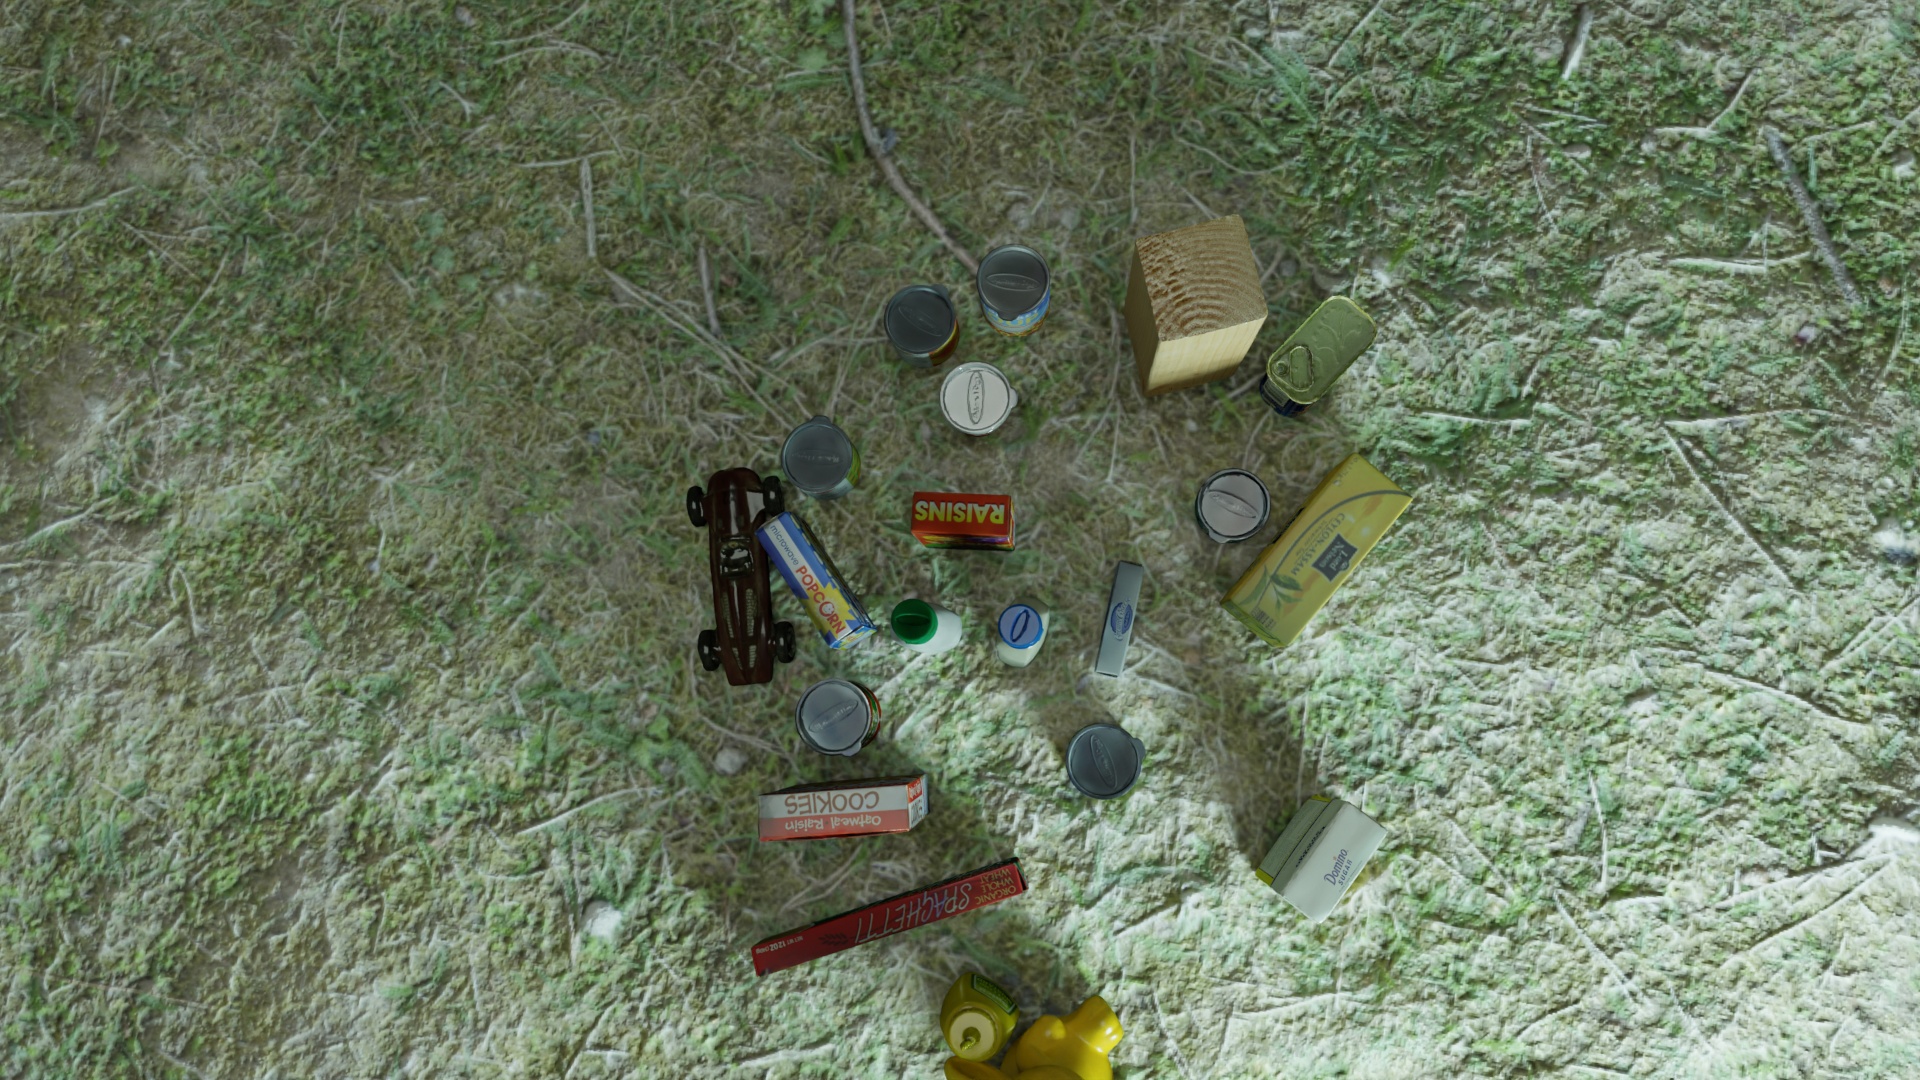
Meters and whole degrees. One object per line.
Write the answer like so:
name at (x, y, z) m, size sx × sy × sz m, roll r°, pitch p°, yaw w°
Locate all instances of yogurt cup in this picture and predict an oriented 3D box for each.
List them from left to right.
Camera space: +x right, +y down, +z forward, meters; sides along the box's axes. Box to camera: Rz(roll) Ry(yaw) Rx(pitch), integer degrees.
yogurt cup at (0.016, -0.127, 1.284) m, size 0.072 × 0.054 × 0.072 m, roll 0°, pitch 83°, yaw 4°

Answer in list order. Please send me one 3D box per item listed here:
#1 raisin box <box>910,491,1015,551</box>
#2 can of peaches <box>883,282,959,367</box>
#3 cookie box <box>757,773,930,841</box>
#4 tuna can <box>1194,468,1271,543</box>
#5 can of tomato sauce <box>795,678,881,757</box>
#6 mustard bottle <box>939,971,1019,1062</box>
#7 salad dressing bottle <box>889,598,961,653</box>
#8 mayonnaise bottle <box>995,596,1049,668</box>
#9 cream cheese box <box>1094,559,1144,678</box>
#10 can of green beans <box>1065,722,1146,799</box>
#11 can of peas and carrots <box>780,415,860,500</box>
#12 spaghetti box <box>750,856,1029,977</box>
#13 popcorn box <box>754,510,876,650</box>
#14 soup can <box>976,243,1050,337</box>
raisin box at (0.004, -0.015, 1.235) m, size 0.086 × 0.123 × 0.040 m, roll 3°, pitch 84°, yaw 4°
can of peaches at (-0.034, -0.201, 1.294) m, size 0.071 × 0.058 × 0.071 m, roll 0°, pitch 83°, yaw 4°
cookie box at (-0.095, 0.228, 1.188) m, size 0.123 × 0.167 × 0.040 m, roll -5°, pitch 83°, yaw 3°
tuna can at (0.246, -0.029, 1.265) m, size 0.071 × 0.033 × 0.071 m, roll 0°, pitch 83°, yaw 4°
can of tomato sauce at (-0.106, 0.159, 1.240) m, size 0.071 × 0.083 × 0.071 m, roll 0°, pitch 83°, yaw 4°
mustard bottle at (0.014, 0.403, 1.162) m, size 0.065 × 0.160 × 0.049 m, roll 33°, pitch 87°, yaw 7°
salad dressing bottle at (-0.034, 0.074, 1.214) m, size 0.064 × 0.147 × 0.044 m, roll 3°, pitch 84°, yaw 5°
mayonnaise bottle at (0.053, 0.077, 1.207) m, size 0.041 × 0.148 × 0.065 m, roll 23°, pitch 85°, yaw 6°
cream cheese box at (0.142, 0.072, 1.249) m, size 0.024 × 0.053 × 0.104 m, roll 12°, pitch 84°, yaw 6°
can of green beans at (0.126, 0.195, 1.232) m, size 0.071 × 0.058 × 0.071 m, roll 0°, pitch 83°, yaw 4°
can of peas and carrots at (-0.128, -0.076, 1.284) m, size 0.071 × 0.058 × 0.071 m, roll 0°, pitch 83°, yaw 4°
spaghetti box at (-0.061, 0.333, 1.232) m, size 0.250 × 0.050 × 0.029 m, roll -18°, pitch 82°, yaw 1°
popcorn box at (-0.130, 0.037, 1.257) m, size 0.038 × 0.085 × 0.127 m, roll -34°, pitch 82°, yaw 0°
soup can at (0.049, -0.226, 1.279) m, size 0.071 × 0.083 × 0.071 m, roll 0°, pitch 83°, yaw 4°
